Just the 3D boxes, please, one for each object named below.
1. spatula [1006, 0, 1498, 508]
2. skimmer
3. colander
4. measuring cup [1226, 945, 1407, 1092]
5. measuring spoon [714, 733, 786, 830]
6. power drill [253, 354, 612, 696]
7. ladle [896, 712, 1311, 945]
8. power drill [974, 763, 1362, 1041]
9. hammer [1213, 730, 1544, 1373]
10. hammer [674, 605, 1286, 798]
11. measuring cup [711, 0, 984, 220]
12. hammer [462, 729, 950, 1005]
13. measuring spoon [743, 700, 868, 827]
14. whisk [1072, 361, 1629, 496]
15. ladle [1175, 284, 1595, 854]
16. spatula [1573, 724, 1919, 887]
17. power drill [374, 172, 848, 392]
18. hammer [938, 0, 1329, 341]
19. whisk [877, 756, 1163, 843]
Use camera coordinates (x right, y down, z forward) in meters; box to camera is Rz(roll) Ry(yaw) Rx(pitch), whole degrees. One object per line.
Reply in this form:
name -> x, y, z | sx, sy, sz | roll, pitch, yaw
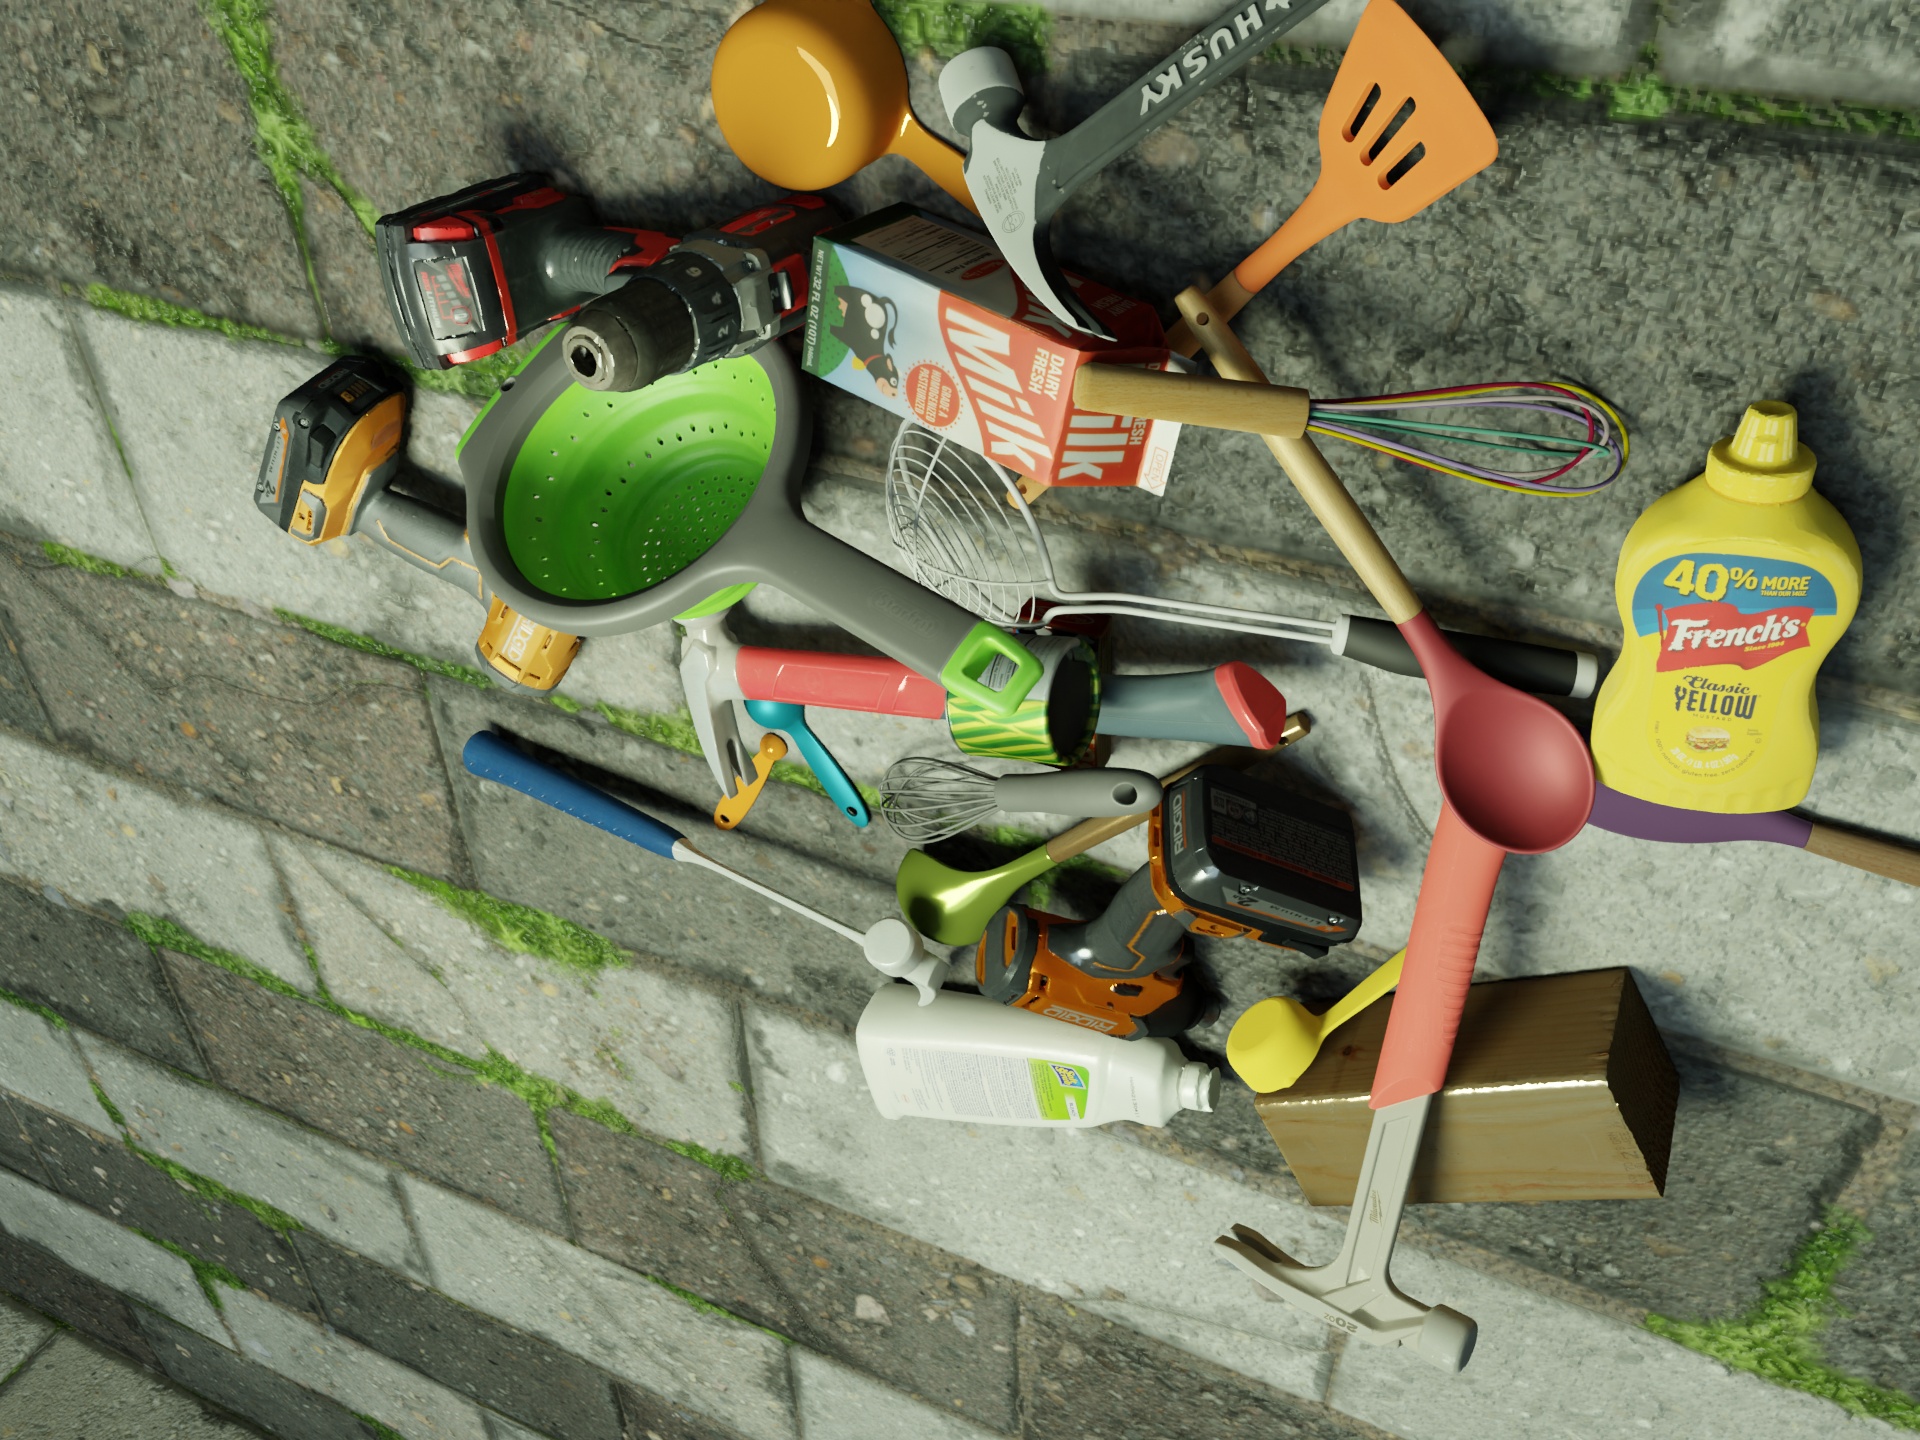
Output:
spatula -> 0.111, -0.188, 0.738 | 0.081, 0.041, 0.322 | 56, 136, 5
skimmer -> 0.134, -0.077, 0.804 | 0.363, 0.090, 0.127 | 10, 149, 7
colander -> -0.103, -0.087, 0.841 | 0.397, 0.204, 0.094 | 32, 170, 32
measuring cup -> 0.217, 0.158, 0.924 | 0.029, 0.062, 0.156 | 42, 110, -14
measuring spoon -> -0.148, 0.046, 1.097 | 0.021, 0.011, 0.117 | 38, 135, -1
power drill -> -0.322, -0.134, 1.014 | 0.226, 0.084, 0.185 | 36, 134, -5
ladle -> 0.079, 0.061, 0.963 | 0.320, 0.062, 0.078 | -31, 113, 36
power drill -> 0.131, 0.123, 0.932 | 0.164, 0.084, 0.226 | 20, 142, -22
hammer -> 0.237, 0.164, 0.849 | 0.149, 0.036, 0.359 | 19, 109, 34
hammer -> -0.001, -0.003, 0.913 | 0.386, 0.038, 0.143 | 6, 119, 31
measuring cup -> -0.041, -0.272, 0.752 | 0.173, 0.052, 0.095 | 37, 135, 3
hammer -> -0.184, 0.097, 1.112 | 0.406, 0.035, 0.144 | 22, 166, 23
measuring spoon -> -0.101, 0.025, 1.044 | 0.042, 0.021, 0.128 | -21, 111, 38
whisk -> 0.171, -0.134, 0.695 | 0.245, 0.051, 0.047 | 7, 107, -2
ladle -> 0.193, -0.069, 0.738 | 0.069, 0.031, 0.315 | -35, 101, 12
spatula -> 0.433, 0.065, 0.762 | 0.316, 0.018, 0.059 | 18, 131, 20
power drill -> -0.187, -0.215, 0.795 | 0.227, 0.188, 0.080 | 11, 125, 28
hammer -> 0.161, -0.295, 0.596 | 0.409, 0.036, 0.149 | -26, 74, 36
whisk -> 0.029, 0.046, 0.933 | 0.239, 0.055, 0.055 | -5, 123, 50
